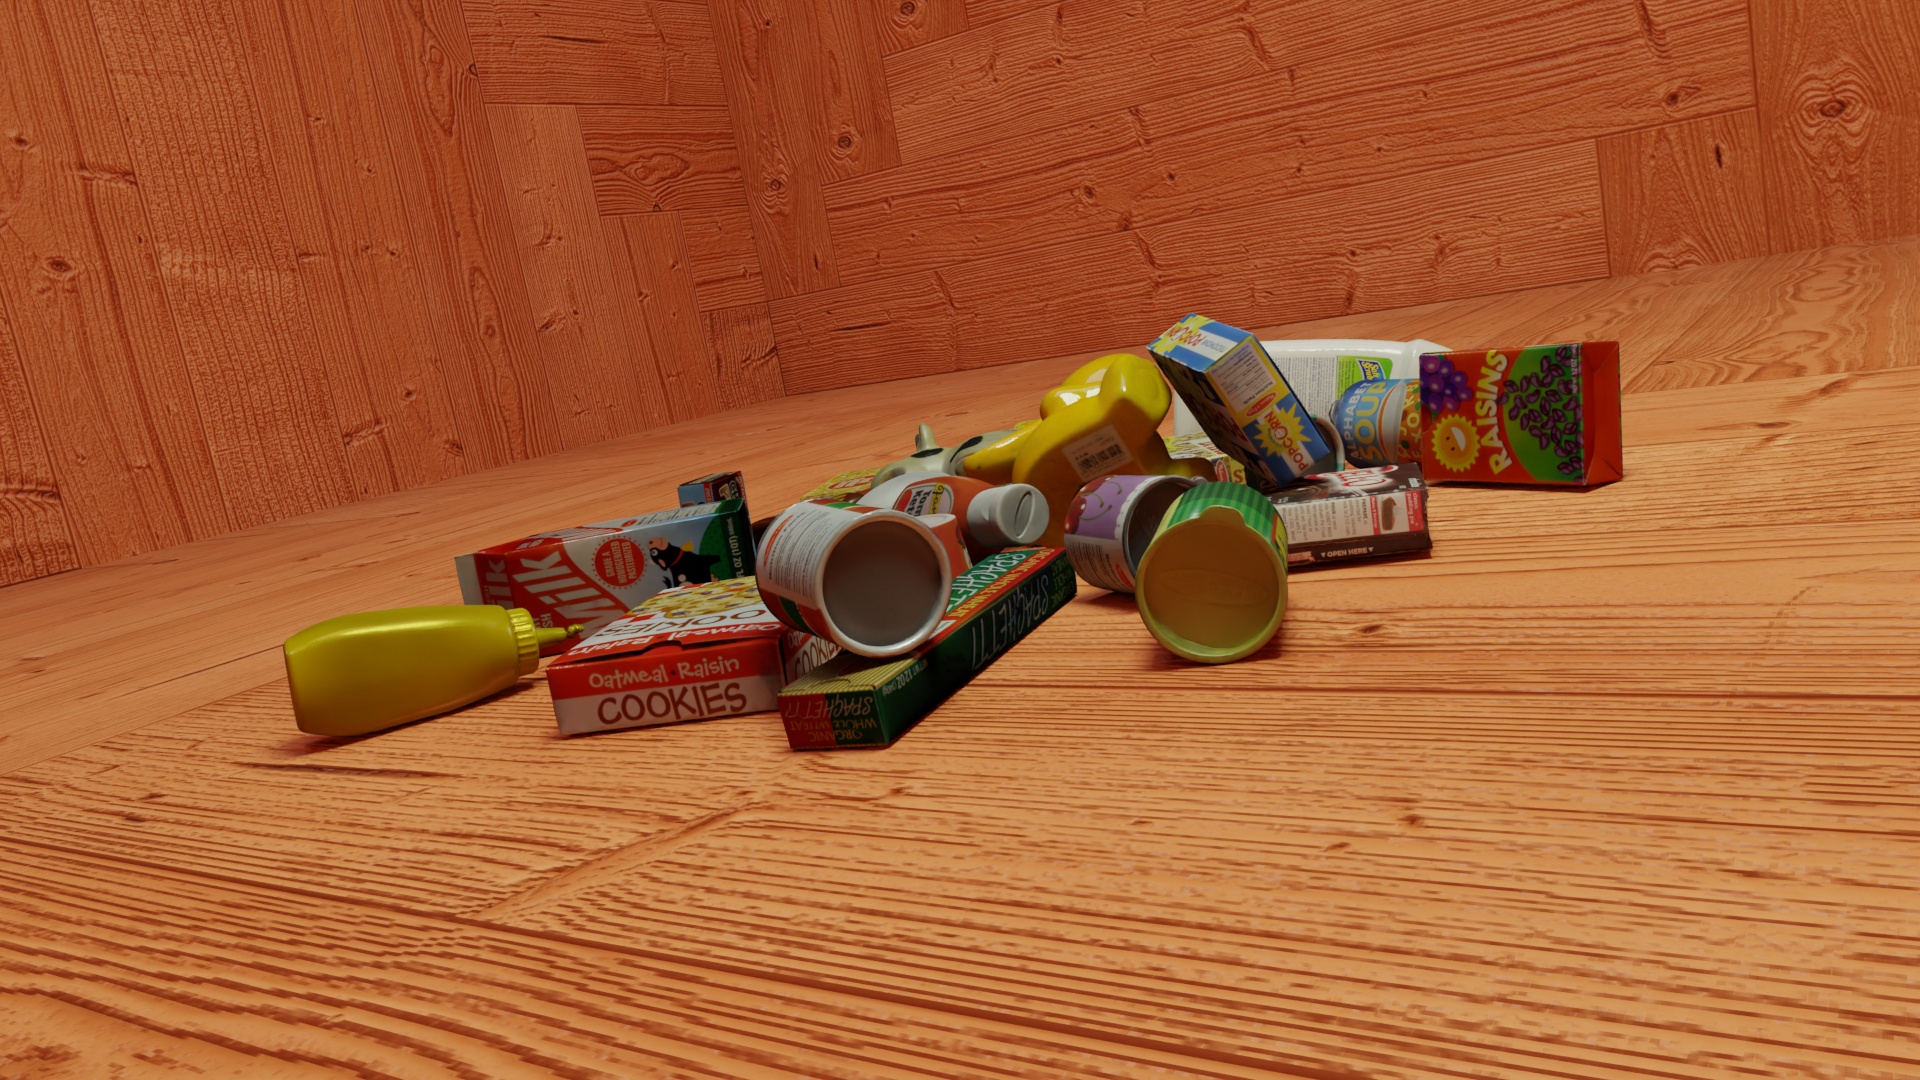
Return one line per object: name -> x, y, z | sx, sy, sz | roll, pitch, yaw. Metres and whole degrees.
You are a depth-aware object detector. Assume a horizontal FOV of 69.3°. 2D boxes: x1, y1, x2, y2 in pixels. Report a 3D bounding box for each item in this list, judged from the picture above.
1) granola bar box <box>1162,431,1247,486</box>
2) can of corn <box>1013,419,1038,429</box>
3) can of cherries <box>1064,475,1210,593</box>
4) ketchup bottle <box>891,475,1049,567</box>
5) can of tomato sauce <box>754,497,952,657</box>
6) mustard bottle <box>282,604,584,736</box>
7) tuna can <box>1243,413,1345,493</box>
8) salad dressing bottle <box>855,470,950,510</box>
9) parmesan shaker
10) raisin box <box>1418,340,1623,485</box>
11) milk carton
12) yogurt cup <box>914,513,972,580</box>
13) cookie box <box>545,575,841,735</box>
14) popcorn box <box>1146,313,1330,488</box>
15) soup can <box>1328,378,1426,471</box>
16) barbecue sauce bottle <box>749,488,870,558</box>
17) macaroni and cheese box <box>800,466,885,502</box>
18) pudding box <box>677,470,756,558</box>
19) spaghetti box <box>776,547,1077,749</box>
granola bar box -> 0.187, -0.054, 1.037 | 0.124, 0.039, 0.166 | -10, 10, 0
can of corn -> 0.081, -0.070, 1.163 | 0.058, 0.071, 0.071 | -7, 10, 21
can of cherries -> 0.101, -0.005, 0.761 | 0.072, 0.071, 0.058 | -16, 10, -28
ketchup bottle -> 0.003, -0.011, 0.866 | 0.043, 0.065, 0.148 | 20, -12, -25
can of tomato sauce -> -0.048, 0.016, 0.636 | 0.071, 0.071, 0.083 | -15, 10, -24
mustard bottle -> -0.295, 0.067, 0.792 | 0.161, 0.065, 0.049 | -9, 13, -29
tuna can -> 0.216, -0.048, 0.898 | 0.071, 0.071, 0.033 | -18, 13, -38
salad dressing bottle -> -0.066, -0.001, 0.946 | 0.148, 0.064, 0.044 | -23, 37, -25
parmesan shaker -> 0.122, 0.009, 0.654 | 0.071, 0.071, 0.103 | -8, 10, 15
raisin box -> 0.348, -0.079, 0.872 | 0.040, 0.086, 0.123 | -9, 8, -29
milk carton -> -0.233, 0.026, 0.920 | 0.191, 0.072, 0.073 | -10, 9, -4
yogurt cup -> -0.024, 0.016, 0.813 | 0.072, 0.054, 0.072 | -11, 9, 2
cookie box -> -0.130, 0.053, 0.750 | 0.123, 0.040, 0.168 | -8, 10, 10
popcorn box -> 0.163, -0.086, 0.829 | 0.038, 0.085, 0.127 | -38, 16, 3
soup can -> 0.314, -0.082, 0.976 | 0.071, 0.071, 0.084 | -15, 11, -27
barbecue sauce bottle -> -0.100, -0.011, 1.077 | 0.065, 0.043, 0.149 | -11, 7, 37
macaroni and cheese box -> -0.040, -0.043, 1.202 | 0.166, 0.040, 0.124 | -8, 11, 13
pudding box -> -0.174, -0.005, 1.002 | 0.030, 0.083, 0.050 | -4, 10, 19
spaghetti box -> -0.005, 0.046, 0.695 | 0.050, 0.028, 0.251 | -6, 11, 26
